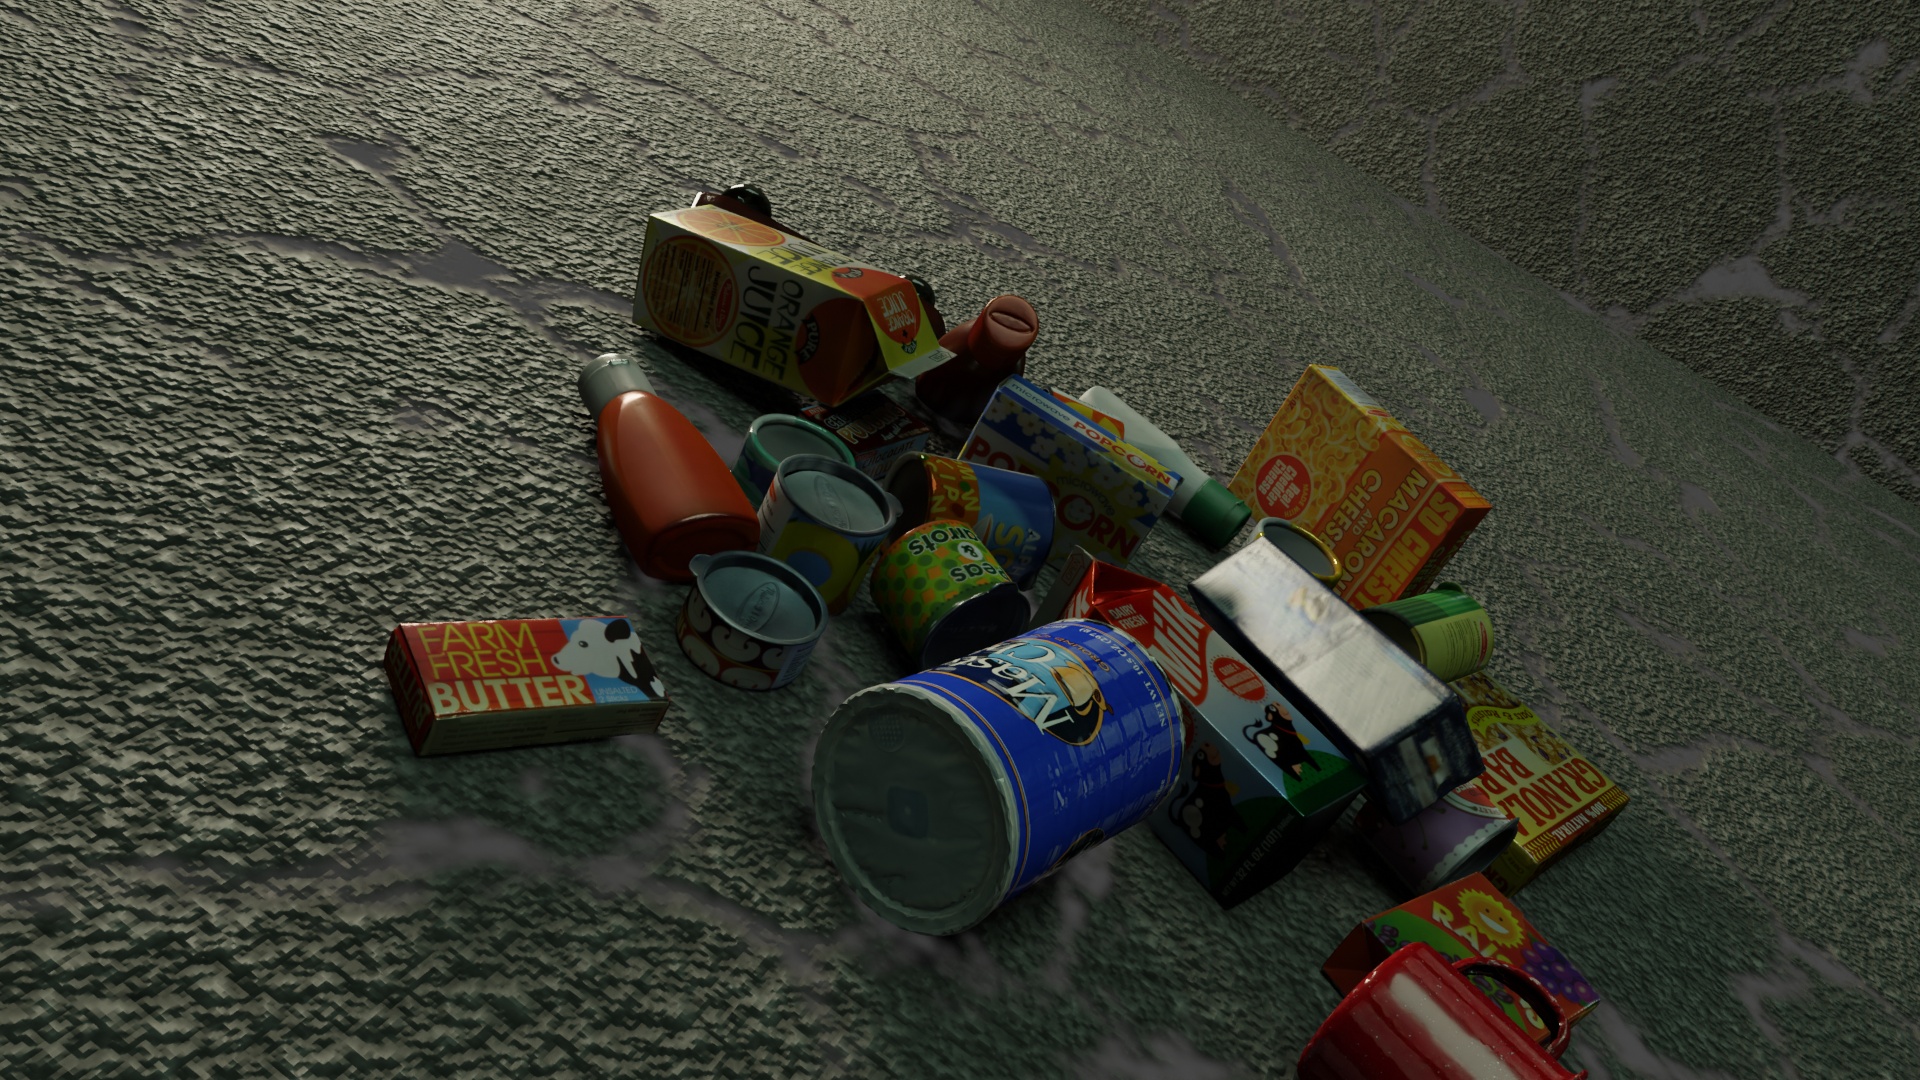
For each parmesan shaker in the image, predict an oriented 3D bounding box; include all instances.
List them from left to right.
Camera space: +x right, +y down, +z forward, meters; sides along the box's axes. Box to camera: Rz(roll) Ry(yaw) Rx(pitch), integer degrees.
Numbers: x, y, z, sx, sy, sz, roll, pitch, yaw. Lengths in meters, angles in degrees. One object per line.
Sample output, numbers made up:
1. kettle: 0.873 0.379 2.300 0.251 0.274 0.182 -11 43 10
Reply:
1. parmesan shaker: 0.307 0.068 0.938 0.103 0.071 0.071 -6 45 -46

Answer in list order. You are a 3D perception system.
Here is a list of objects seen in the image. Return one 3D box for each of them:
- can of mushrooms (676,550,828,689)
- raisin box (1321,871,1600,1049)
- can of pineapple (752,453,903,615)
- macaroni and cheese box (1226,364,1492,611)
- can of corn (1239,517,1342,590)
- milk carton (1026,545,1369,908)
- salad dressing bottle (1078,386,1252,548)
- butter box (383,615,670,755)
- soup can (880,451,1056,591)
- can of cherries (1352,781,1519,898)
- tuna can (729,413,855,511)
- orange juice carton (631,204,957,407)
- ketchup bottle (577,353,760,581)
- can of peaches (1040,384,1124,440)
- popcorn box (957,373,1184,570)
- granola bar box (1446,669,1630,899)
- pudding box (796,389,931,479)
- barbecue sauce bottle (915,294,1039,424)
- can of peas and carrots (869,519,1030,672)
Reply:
1. can of mushrooms: -0.102 0.037 0.663 0.071 0.033 0.071 22 31 -14
2. raisin box: 0.248 0.217 0.684 0.123 0.040 0.086 -2 41 -44
3. can of pineapple: -0.073 -0.002 0.723 0.071 0.057 0.071 22 30 -14
4. macaroni and cheese box: 0.289 -0.032 1.024 0.040 0.123 0.167 -1 42 -41
5. can of corn: 0.215 0.028 0.932 0.071 0.058 0.071 22 30 -13
6. milk carton: 0.109 0.089 0.727 0.074 0.072 0.191 -10 47 -49
7. salad dressing bottle: 0.143 -0.053 1.011 0.148 0.043 0.064 40 29 16
8. butter box: -0.177 0.058 0.572 0.104 0.024 0.053 0 41 -41
9. soup can: 0.003 -0.010 0.797 0.084 0.071 0.071 10 35 -30
10. can of cherries: 0.260 0.155 0.759 0.071 0.071 0.058 -3 42 -44
11. tuna can: -0.093 -0.039 0.790 0.071 0.032 0.071 22 30 -13
12. orange juice carton: -0.101 -0.141 0.862 0.193 0.072 0.072 23 25 15
13. ketchup bottle: -0.160 -0.042 0.724 0.065 0.043 0.149 -6 44 -33
14. can of peaches: 0.070 -0.062 0.940 0.058 0.071 0.071 22 30 -14
15. popcorn box: 0.062 -0.034 0.866 0.127 0.084 0.038 33 30 4
16. granola bar box: 0.331 0.147 0.867 0.166 0.039 0.124 -7 45 -47
17. pudding box: -0.062 -0.063 0.857 0.050 0.030 0.084 38 30 18
18. barbecue sauce bottle: 0.014 -0.117 0.905 0.065 0.044 0.148 21 -15 -8
19. can of peas and carrots: -0.005 0.030 0.721 0.071 0.070 0.059 1 39 -41
